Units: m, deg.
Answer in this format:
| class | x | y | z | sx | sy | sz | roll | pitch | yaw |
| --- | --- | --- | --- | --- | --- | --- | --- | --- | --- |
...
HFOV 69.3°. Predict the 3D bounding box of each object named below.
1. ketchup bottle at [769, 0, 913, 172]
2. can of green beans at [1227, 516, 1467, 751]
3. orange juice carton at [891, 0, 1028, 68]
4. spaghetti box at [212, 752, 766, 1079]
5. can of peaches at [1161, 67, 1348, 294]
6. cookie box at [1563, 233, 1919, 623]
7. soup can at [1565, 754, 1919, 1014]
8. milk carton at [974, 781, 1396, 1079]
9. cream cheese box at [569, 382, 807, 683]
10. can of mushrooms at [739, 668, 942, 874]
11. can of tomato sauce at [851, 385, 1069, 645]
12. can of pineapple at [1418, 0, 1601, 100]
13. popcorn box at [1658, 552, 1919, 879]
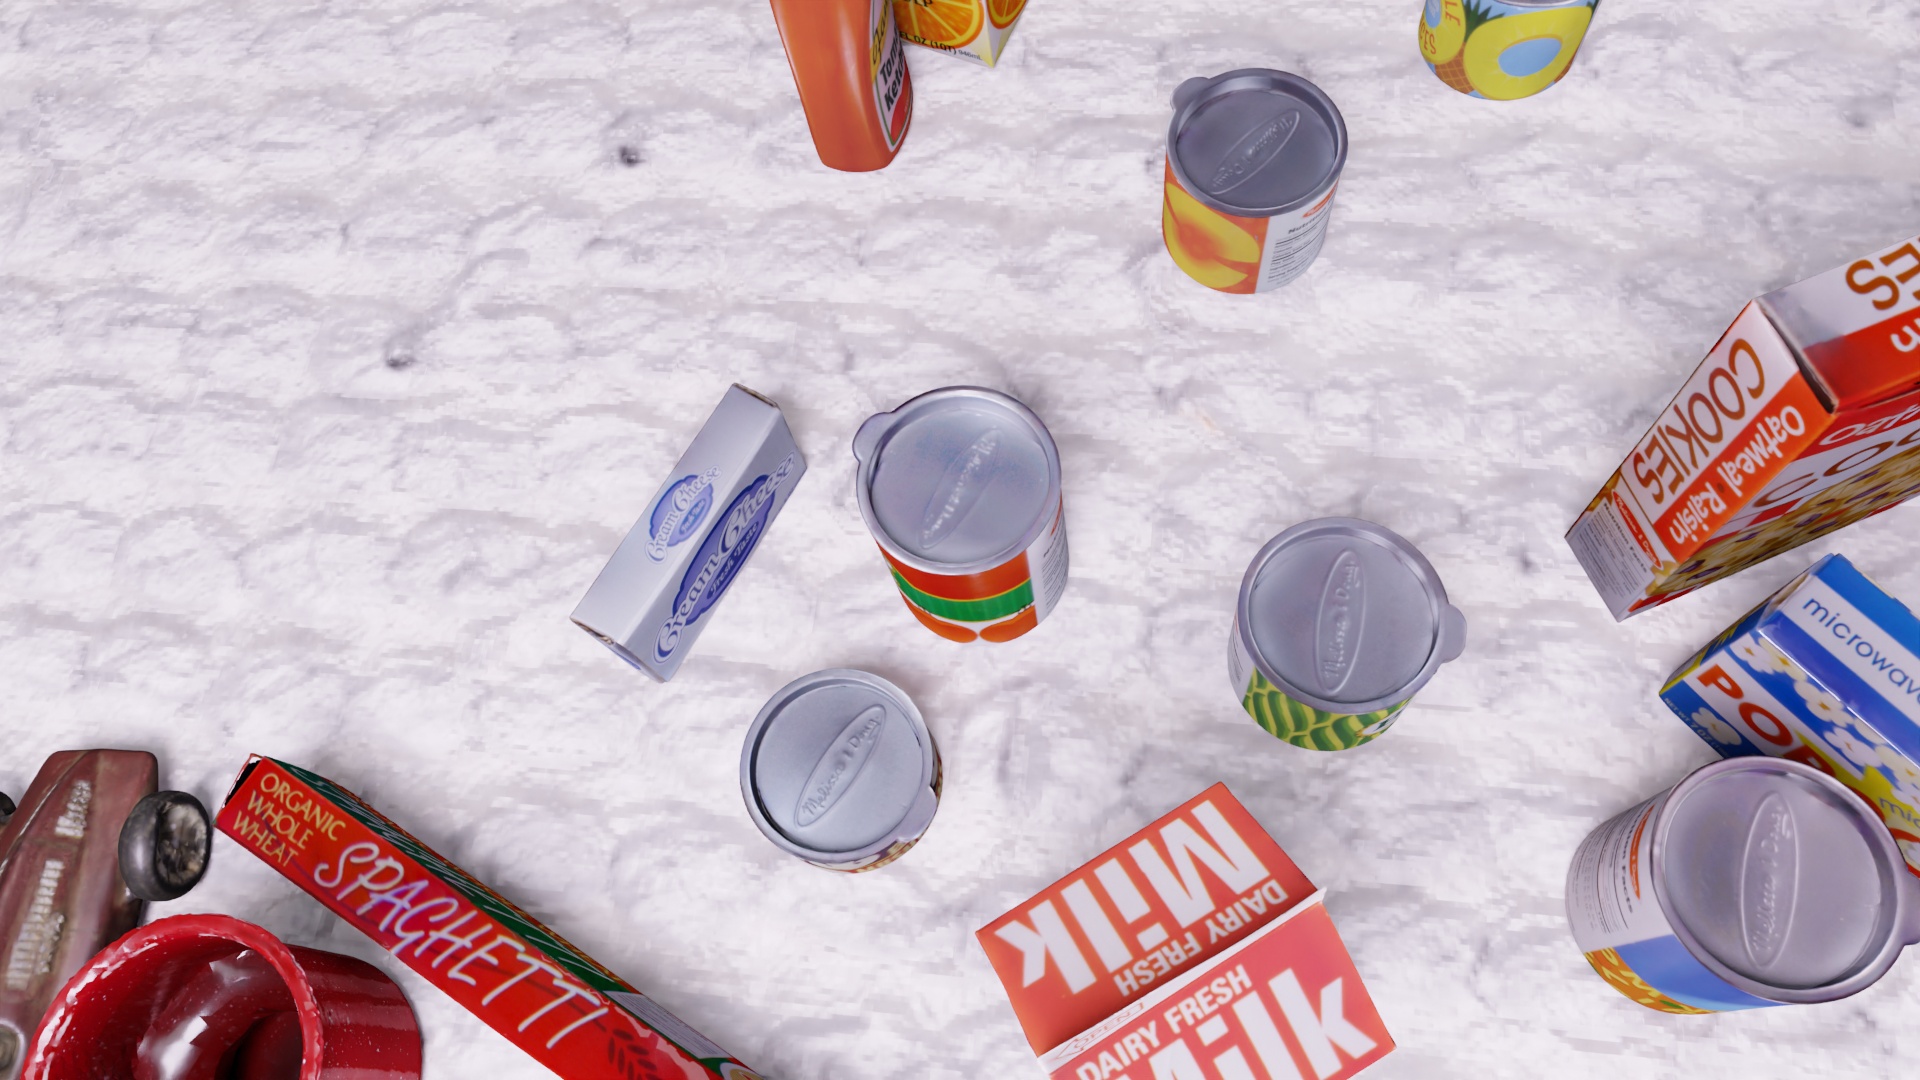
| class | x | y | z | sx | sy | sz | roll | pitch | yaw |
| --- | --- | --- | --- | --- | --- | --- | --- | --- | --- |
| ketchup bottle | -0.050 | -0.209 | 0.534 | 0.043 | 0.148 | 0.065 | 3 | 69 | 8 |
| can of green beans | 0.124 | 0.033 | 0.466 | 0.071 | 0.057 | 0.071 | -2 | 68 | 6 |
| orange juice carton | -0.013 | -0.280 | 0.534 | 0.072 | 0.192 | 0.073 | 21 | 73 | 14 |
| spaghetti box | -0.139 | 0.146 | 0.456 | 0.250 | 0.050 | 0.029 | 28 | 75 | 16 |
| can of peaches | 0.110 | -0.138 | 0.536 | 0.071 | 0.058 | 0.071 | -2 | 68 | 6 |
| cookie box | 0.270 | -0.038 | 0.419 | 0.123 | 0.167 | 0.040 | -22 | 68 | -2 |
| soup can | 0.228 | 0.106 | 0.412 | 0.071 | 0.083 | 0.071 | -2 | 69 | 6 |
| milk carton | 0.056 | 0.121 | 0.368 | 0.072 | 0.190 | 0.073 | -30 | 69 | -5 |
| cream cheese box | -0.096 | -0.001 | 0.508 | 0.024 | 0.053 | 0.104 | 27 | 74 | 16 |
| can of mushrooms | -0.038 | 0.081 | 0.479 | 0.071 | 0.033 | 0.071 | -2 | 68 | 6 |
| can of tomato sauce | 0.002 | -0.006 | 0.482 | 0.071 | 0.083 | 0.071 | -2 | 69 | 6 |
| can of pineapple | 0.220 | -0.220 | 0.556 | 0.071 | 0.057 | 0.071 | -2 | 68 | 6 |
| popcorn box | 0.286 | 0.070 | 0.418 | 0.038 | 0.085 | 0.127 | -40 | 70 | -9 |
